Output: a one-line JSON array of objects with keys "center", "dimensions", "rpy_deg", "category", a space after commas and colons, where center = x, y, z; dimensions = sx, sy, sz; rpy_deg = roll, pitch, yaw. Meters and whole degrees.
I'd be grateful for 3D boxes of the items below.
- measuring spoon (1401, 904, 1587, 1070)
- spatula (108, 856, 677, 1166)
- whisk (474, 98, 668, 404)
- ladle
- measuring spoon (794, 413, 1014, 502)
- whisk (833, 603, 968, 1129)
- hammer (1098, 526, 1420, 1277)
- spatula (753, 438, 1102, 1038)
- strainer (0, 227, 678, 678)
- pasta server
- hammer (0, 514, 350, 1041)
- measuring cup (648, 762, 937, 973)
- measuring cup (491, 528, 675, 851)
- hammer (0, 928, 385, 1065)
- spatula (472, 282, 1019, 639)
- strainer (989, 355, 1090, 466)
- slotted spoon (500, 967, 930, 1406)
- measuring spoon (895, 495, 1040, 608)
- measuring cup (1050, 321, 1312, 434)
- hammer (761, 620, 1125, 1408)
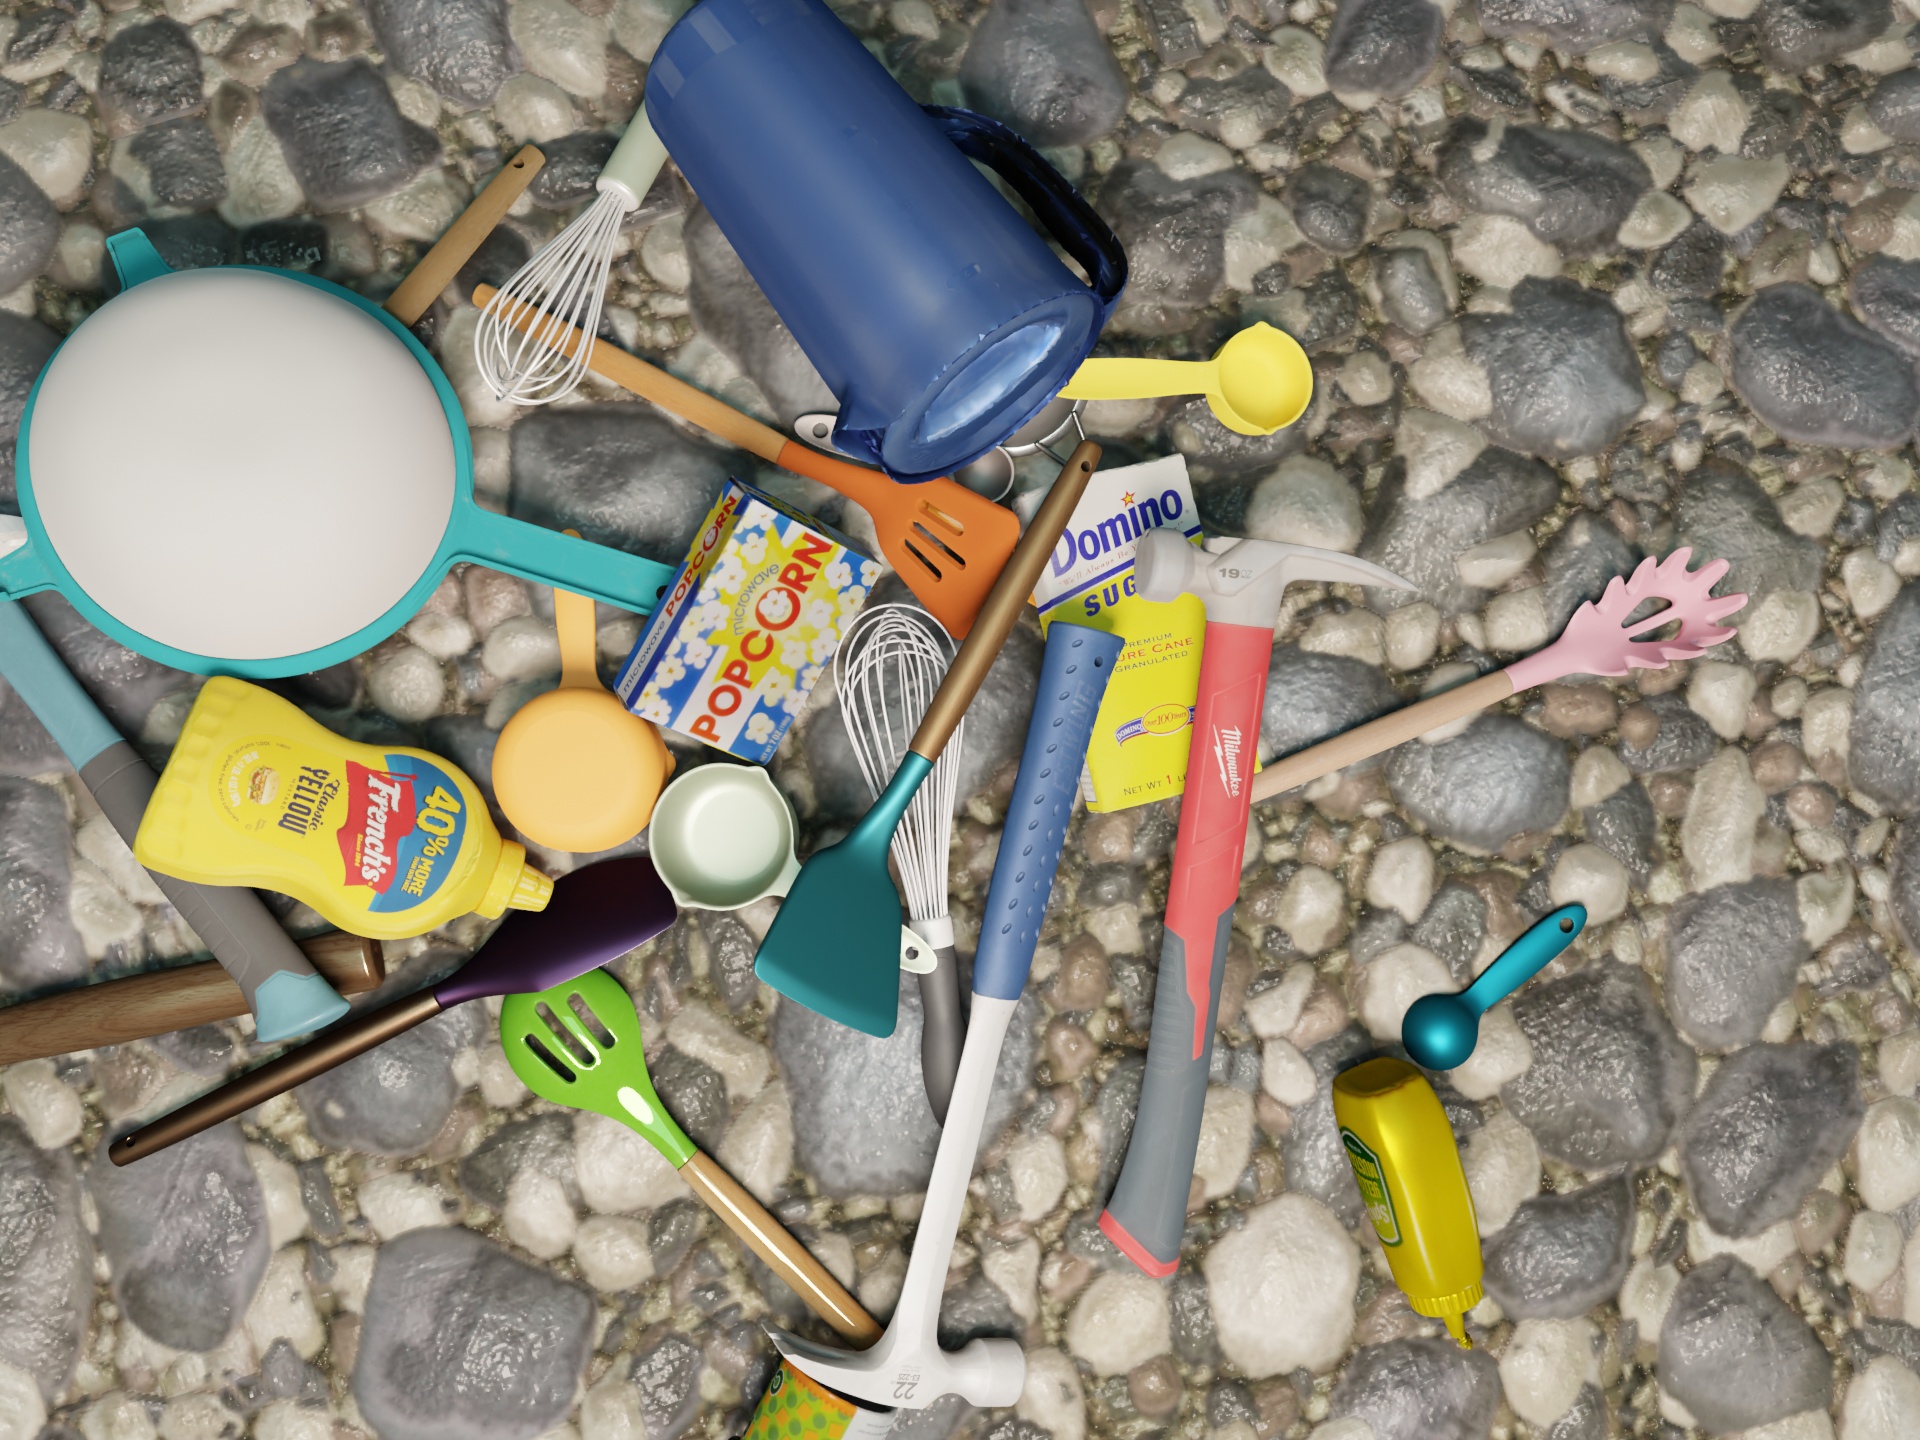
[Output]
[{"center": [0.298, 0.144, 0.873], "dimensions": [0.128, 0.021, 0.042], "rpy_deg": [-39, 91, -4], "category": "measuring spoon"}, {"center": [-0.295, 0.154, 0.828], "dimensions": [0.316, 0.018, 0.060], "rpy_deg": [-27, 58, -3], "category": "spatula"}, {"center": [-0.184, -0.269, 0.836], "dimensions": [0.057, 0.059, 0.246], "rpy_deg": [33, 72, -28], "category": "whisk"}, {"center": [-0.321, -0.178, 0.841], "dimensions": [0.078, 0.062, 0.320], "rpy_deg": [34, 78, 5], "category": "ladle"}, {"center": [-0.031, -0.146, 0.871], "dimensions": [0.124, 0.018, 0.034], "rpy_deg": [15, 90, 4], "category": "measuring spoon"}, {"center": [-0.021, 0.080, 0.840], "dimensions": [0.070, 0.070, 0.284], "rpy_deg": [-7, 92, -5], "category": "whisk"}, {"center": [0.139, 0.100, 0.825], "dimensions": [0.143, 0.038, 0.386], "rpy_deg": [6, 97, -11], "category": "hammer"}, {"center": [-0.001, -0.003, 0.788], "dimensions": [0.082, 0.044, 0.317], "rpy_deg": [31, 82, -24], "category": "spatula"}, {"center": [-0.282, -0.112, 0.765], "dimensions": [0.340, 0.095, 0.211], "rpy_deg": [17, 79, -11], "category": "strainer"}, {"center": [0.277, -0.013, 0.873], "dimensions": [0.316, 0.040, 0.060], "rpy_deg": [-22, 77, -4], "category": "pasta server"}, {"center": [-0.426, 0.031, 0.804], "dimensions": [0.128, 0.033, 0.331], "rpy_deg": [-40, 84, -7], "category": "hammer"}, {"center": [-0.083, 0.084, 0.832], "dimensions": [0.167, 0.038, 0.083], "rpy_deg": [31, 90, 4], "category": "measuring cup"}, {"center": [-0.202, -0.016, 0.829], "dimensions": [0.095, 0.052, 0.173], "rpy_deg": [-4, 89, -4], "category": "measuring cup"}, {"center": [-0.465, 0.153, 0.813], "dimensions": [0.331, 0.031, 0.130], "rpy_deg": [-12, 89, -5], "category": "hammer"}, {"center": [-0.119, -0.152, 0.847], "dimensions": [0.322, 0.041, 0.081], "rpy_deg": [27, 122, 0], "category": "spatula"}, {"center": [-0.014, -0.239, 0.863], "dimensions": [0.087, 0.050, 0.258], "rpy_deg": [-39, 87, 7], "category": "strainer"}, {"center": [-0.124, 0.247, 0.836], "dimensions": [0.070, 0.031, 0.314], "rpy_deg": [-44, 92, -8], "category": "slotted spoon"}, {"center": [0.014, -0.091, 0.872], "dimensions": [0.117, 0.011, 0.021], "rpy_deg": [33, 82, -6], "category": "measuring spoon"}, {"center": [0.114, -0.182, 0.862], "dimensions": [0.156, 0.029, 0.062], "rpy_deg": [-3, 88, -13], "category": "measuring cup"}, {"center": [0.010, 0.149, 0.804], "dimensions": [0.144, 0.035, 0.405], "rpy_deg": [13, 91, -27], "category": "hammer"}]
